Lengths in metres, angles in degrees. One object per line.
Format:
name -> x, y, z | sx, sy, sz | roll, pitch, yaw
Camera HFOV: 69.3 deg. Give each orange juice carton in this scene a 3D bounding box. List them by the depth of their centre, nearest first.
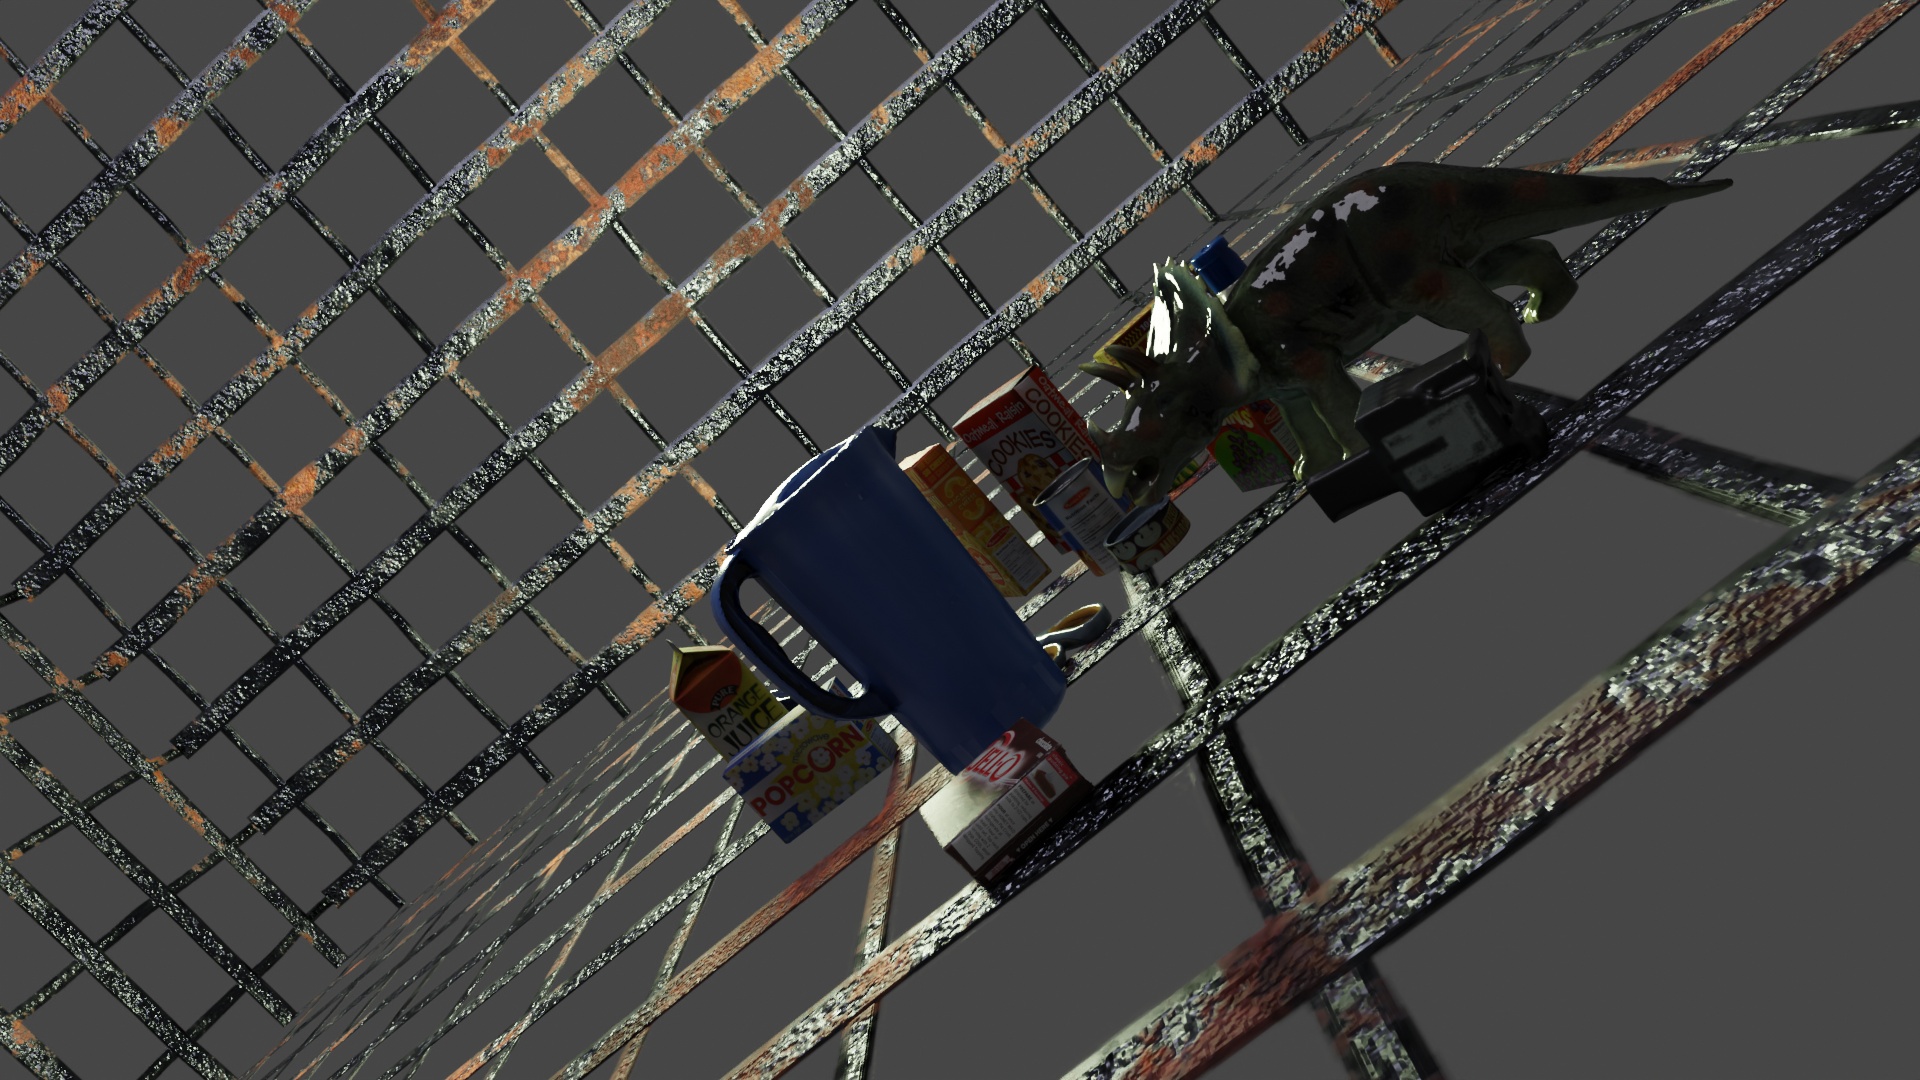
orange juice carton -> -0.208, 0.164, 1.298 | 0.073, 0.192, 0.071 | -43, 8, -12

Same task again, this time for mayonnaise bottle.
mayonnaise bottle -> 0.264, -0.202, 1.230 | 0.041, 0.148, 0.065 | -39, 8, 14

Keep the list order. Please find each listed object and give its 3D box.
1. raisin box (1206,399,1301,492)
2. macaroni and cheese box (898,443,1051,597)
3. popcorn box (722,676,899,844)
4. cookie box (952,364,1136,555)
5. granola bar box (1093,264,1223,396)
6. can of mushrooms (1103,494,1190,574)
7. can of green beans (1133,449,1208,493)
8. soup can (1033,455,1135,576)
raisin box -> 0.207, -0.099, 1.038 | 0.040, 0.123, 0.086 | -44, 8, -17
macaroni and cheese box -> 0.005, -0.017, 1.372 | 0.040, 0.166, 0.123 | -43, 8, -14
popcorn box -> -0.128, 0.189, 1.186 | 0.126, 0.085, 0.038 | -39, 8, 15
cookie box -> 0.084, -0.073, 1.305 | 0.040, 0.167, 0.122 | -46, 9, -30
granola bar box -> 0.235, -0.195, 1.407 | 0.166, 0.124, 0.039 | -44, 8, -17
can of mushrooms -> 0.152, -0.006, 1.118 | 0.071, 0.033, 0.071 | -40, 8, 7
can of green beans -> 0.184, -0.081, 1.274 | 0.071, 0.058, 0.071 | -40, 8, 7
soup can -> 0.114, -0.021, 1.189 | 0.071, 0.083, 0.071 | -40, 8, 7
